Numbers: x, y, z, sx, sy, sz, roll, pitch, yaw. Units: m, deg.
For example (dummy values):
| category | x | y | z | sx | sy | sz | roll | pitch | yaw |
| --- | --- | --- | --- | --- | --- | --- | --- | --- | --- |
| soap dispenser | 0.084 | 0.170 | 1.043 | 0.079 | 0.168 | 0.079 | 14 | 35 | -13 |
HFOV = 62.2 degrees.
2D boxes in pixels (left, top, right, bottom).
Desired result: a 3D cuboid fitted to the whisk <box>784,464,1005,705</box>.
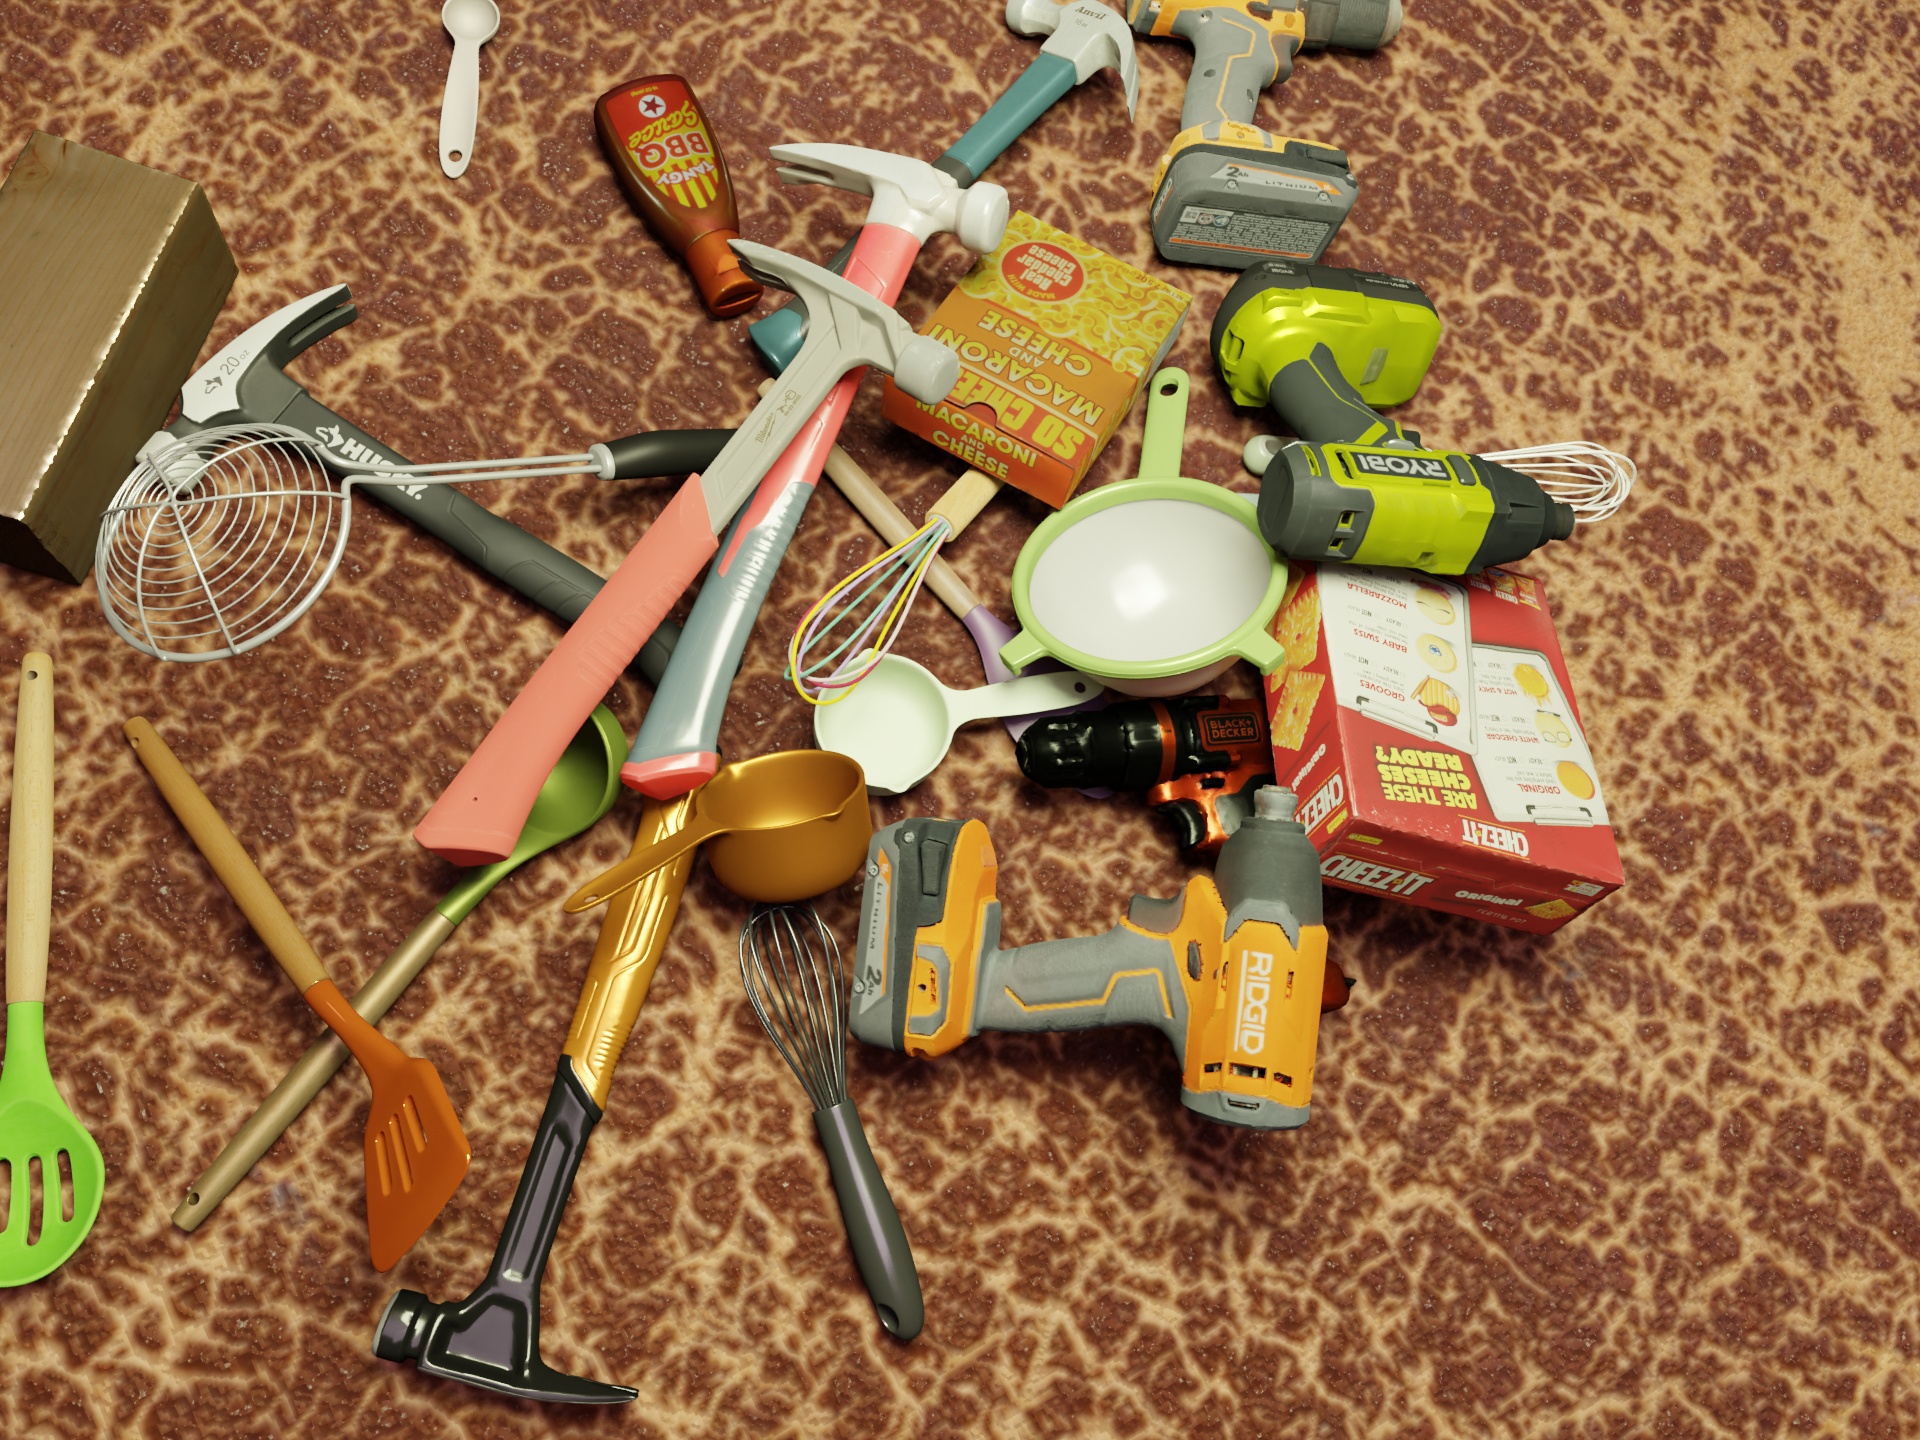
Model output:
| category | x | y | z | sx | sy | sz | roll | pitch | yaw |
| --- | --- | --- | --- | --- | --- | --- | --- | --- | --- |
| whisk | -0.023 | -0.093 | 0.893 | 0.047 | 0.051 | 0.245 | 46 | 55 | -10 |

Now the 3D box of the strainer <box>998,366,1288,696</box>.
| category | x | y | z | sx | sy | sz | roll | pitch | yaw |
| --- | --- | --- | --- | --- | --- | --- | --- | --- | --- |
| strainer | 0.116 | -0.103 | 0.926 | 0.151 | 0.069 | 0.257 | 0 | 49 | 14 |

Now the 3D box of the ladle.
| category | x | y | z | sx | sy | sz | roll | pitch | yaw |
| --- | --- | --- | --- | --- | --- | --- | --- | --- | --- |
| ladle | -0.282 | 0.116 | 0.797 | 0.078 | 0.062 | 0.320 | 31 | 72 | 21 |

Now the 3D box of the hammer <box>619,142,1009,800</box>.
| category | x | y | z | sx | sy | sz | roll | pitch | yaw |
| --- | --- | --- | --- | --- | --- | --- | --- | --- | --- |
| hammer | -0.106 | -0.143 | 0.861 | 0.143 | 0.038 | 0.386 | 18 | 75 | 14 |

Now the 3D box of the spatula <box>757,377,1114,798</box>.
| category | x | y | z | sx | sy | sz | roll | pitch | yaw |
| --- | --- | --- | --- | --- | --- | --- | --- | --- | --- |
| spatula | -0.012 | -0.080 | 0.922 | 0.060 | 0.018 | 0.316 | -39 | 84 | -20 |

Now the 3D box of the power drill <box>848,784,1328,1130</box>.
| category | x | y | z | sx | sy | sz | roll | pitch | yaw |
| --- | --- | --- | --- | --- | --- | --- | --- | --- | --- |
| power drill | 0.068 | 0.104 | 0.795 | 0.226 | 0.084 | 0.164 | 7 | 89 | 15 |

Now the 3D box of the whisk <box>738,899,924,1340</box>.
| category | x | y | z | sx | sy | sz | roll | pitch | yaw |
| --- | --- | --- | --- | --- | --- | --- | --- | --- | --- |
| whisk | -0.062 | 0.198 | 0.814 | 0.055 | 0.055 | 0.239 | -17 | 81 | -14 |

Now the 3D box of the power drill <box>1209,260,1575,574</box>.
| category | x | y | z | sx | sy | sz | roll | pitch | yaw |
| --- | --- | --- | --- | --- | --- | --- | --- | --- | --- |
| power drill | 0.238 | -0.169 | 0.909 | 0.171 | 0.080 | 0.223 | 3 | 44 | -12 |

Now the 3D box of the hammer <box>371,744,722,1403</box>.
| category | x | y | z | sx | sy | sz | roll | pitch | yaw |
| --- | --- | --- | --- | --- | --- | --- | --- | --- | --- |
| hammer | -0.177 | 0.165 | 0.810 | 0.127 | 0.034 | 0.337 | 16 | 71 | -4 |

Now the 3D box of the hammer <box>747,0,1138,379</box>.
| category | x | y | z | sx | sy | sz | roll | pitch | yaw |
| --- | --- | --- | --- | --- | --- | --- | --- | --- | --- |
| hammer | -0.012 | -0.330 | 0.978 | 0.128 | 0.033 | 0.331 | 33 | 73 | 30 |

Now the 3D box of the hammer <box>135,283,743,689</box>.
| category | x | y | z | sx | sy | sz | roll | pitch | yaw |
| --- | --- | --- | --- | --- | --- | --- | --- | --- | --- |
| hammer | -0.268 | -0.110 | 0.879 | 0.335 | 0.035 | 0.146 | 32 | 71 | 1 |

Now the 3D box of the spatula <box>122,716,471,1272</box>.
| category | x | y | z | sx | sy | sz | roll | pitch | yaw |
| --- | --- | --- | --- | --- | --- | --- | --- | --- | --- |
| spatula | -0.330 | 0.112 | 0.767 | 0.323 | 0.041 | 0.081 | 47 | 108 | 19 |

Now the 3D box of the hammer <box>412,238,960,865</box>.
| category | x | y | z | sx | sy | sz | roll | pitch | yaw |
| --- | --- | --- | --- | --- | --- | --- | --- | --- | --- |
| hammer | -0.159 | -0.083 | 0.810 | 0.149 | 0.036 | 0.359 | 32 | 78 | 19 |

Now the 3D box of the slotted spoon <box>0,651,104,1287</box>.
| category | x | y | z | sx | sy | sz | roll | pitch | yaw |
| --- | --- | --- | --- | --- | --- | --- | --- | --- | --- |
| slotted spoon | -0.457 | 0.114 | 0.782 | 0.070 | 0.031 | 0.314 | -5 | 72 | -11 |

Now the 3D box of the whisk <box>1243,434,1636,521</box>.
| category | x | y | z | sx | sy | sz | roll | pitch | yaw |
| --- | --- | --- | --- | --- | --- | --- | --- | --- | --- |
| whisk | 0.297 | -0.156 | 0.985 | 0.246 | 0.059 | 0.058 | 4 | 60 | -4 |

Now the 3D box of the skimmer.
| category | x | y | z | sx | sy | sz | roll | pitch | yaw |
| --- | --- | --- | --- | --- | --- | --- | --- | --- | --- |
| skimmer | -0.251 | -0.111 | 0.836 | 0.363 | 0.090 | 0.127 | -13 | 58 | -39 |

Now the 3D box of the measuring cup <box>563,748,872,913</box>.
| category | x | y | z | sx | sy | sz | roll | pitch | yaw |
| --- | --- | --- | --- | --- | --- | --- | --- | --- | --- |
| measuring cup | -0.119 | 0.073 | 0.799 | 0.173 | 0.095 | 0.052 | -29 | 122 | -35 |

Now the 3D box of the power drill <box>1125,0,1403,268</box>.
| category | x | y | z | sx | sy | sz | roll | pitch | yaw |
| --- | --- | --- | --- | --- | --- | --- | --- | --- | --- |
| power drill | 0.204 | -0.404 | 1.031 | 0.185 | 0.084 | 0.226 | 4 | 68 | -10 |

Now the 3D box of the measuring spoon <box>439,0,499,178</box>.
| category | x | y | z | sx | sy | sz | roll | pitch | yaw |
| --- | --- | --- | --- | --- | --- | --- | --- | --- | --- |
| measuring spoon | -0.303 | -0.386 | 0.972 | 0.034 | 0.018 | 0.124 | 5 | 79 | -8 |

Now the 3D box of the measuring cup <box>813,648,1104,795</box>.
| category | x | y | z | sx | sy | sz | roll | pitch | yaw |
| --- | --- | --- | --- | --- | --- | --- | --- | --- | --- |
| measuring cup | -0.001 | -0.003 | 0.892 | 0.167 | 0.038 | 0.083 | -10 | 75 | -15 |
